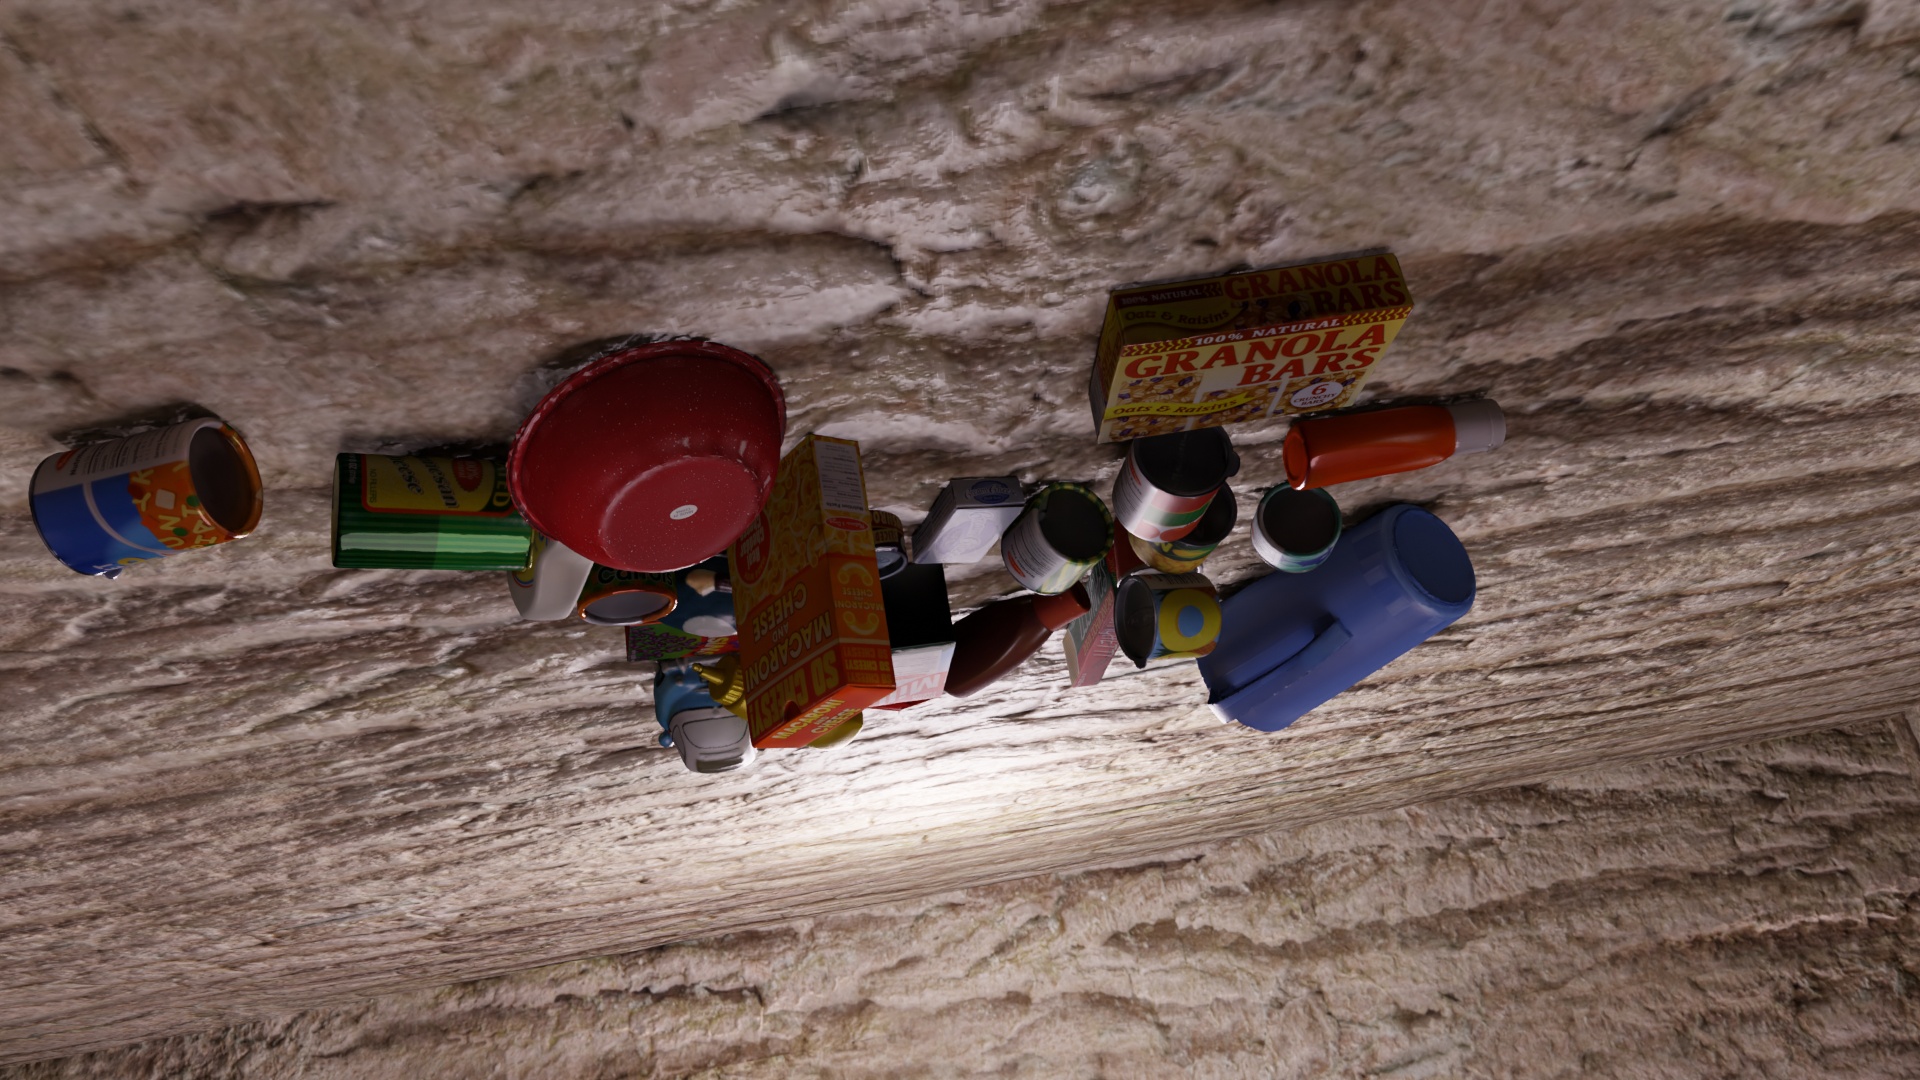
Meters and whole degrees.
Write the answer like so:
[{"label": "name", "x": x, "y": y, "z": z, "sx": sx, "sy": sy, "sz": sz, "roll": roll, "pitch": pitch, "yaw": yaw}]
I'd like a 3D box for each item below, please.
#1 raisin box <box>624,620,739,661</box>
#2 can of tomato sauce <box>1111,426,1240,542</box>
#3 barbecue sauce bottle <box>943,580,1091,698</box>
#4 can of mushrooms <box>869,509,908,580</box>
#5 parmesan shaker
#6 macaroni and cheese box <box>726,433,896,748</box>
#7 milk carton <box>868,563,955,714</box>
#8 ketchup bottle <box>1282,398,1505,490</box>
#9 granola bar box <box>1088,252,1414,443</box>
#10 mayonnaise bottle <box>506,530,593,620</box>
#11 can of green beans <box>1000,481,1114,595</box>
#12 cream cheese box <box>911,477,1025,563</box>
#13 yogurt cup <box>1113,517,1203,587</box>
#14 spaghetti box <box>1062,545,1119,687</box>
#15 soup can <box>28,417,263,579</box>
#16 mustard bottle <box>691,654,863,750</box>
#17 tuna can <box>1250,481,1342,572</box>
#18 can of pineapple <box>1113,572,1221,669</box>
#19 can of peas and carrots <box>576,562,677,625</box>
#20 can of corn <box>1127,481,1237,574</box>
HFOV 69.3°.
[{"label": "raisin box", "x": -0.194, "y": 0.057, "z": 1.066, "sx": 0.123, "sy": 0.040, "sz": 0.085, "roll": -5, "pitch": 157, "yaw": -17}, {"label": "can of tomato sauce", "x": 0.144, "y": -0.043, "z": 0.942, "sx": 0.071, "sy": 0.071, "sz": 0.082, "roll": -8, "pitch": 159, "yaw": -8}, {"label": "barbecue sauce bottle", "x": 0.044, "y": 0.079, "z": 1.210, "sx": 0.148, "sy": 0.065, "sz": 0.043, "roll": -32, "pitch": 146, "yaw": 24}, {"label": "can of mushrooms", "x": -0.071, "y": 0.005, "z": 1.002, "sx": 0.071, "sy": 0.033, "sz": 0.070, "roll": -9, "pitch": 158, "yaw": -4}, {"label": "parmesan shaker", "x": -0.301, "y": -0.014, "z": 0.793, "sx": 0.103, "sy": 0.071, "sz": 0.071, "roll": 2, "pitch": 155, "yaw": -28}, {"label": "macaroni and cheese box", "x": -0.100, "y": 0.035, "z": 0.881, "sx": 0.040, "sy": 0.167, "sz": 0.123, "roll": 7, "pitch": 152, "yaw": -35}, {"label": "milk carton", "x": -0.052, "y": 0.088, "z": 1.165, "sx": 0.073, "sy": 0.072, "sz": 0.189, "roll": -7, "pitch": 157, "yaw": -9}, {"label": "ketchup bottle", "x": 0.308, "y": -0.070, "z": 0.984, "sx": 0.149, "sy": 0.043, "sz": 0.064, "roll": -10, "pitch": 159, "yaw": -4}, {"label": "granola bar box", "x": 0.164, "y": -0.112, "z": 0.819, "sx": 0.166, "sy": 0.039, "sz": 0.123, "roll": -9, "pitch": 159, "yaw": -5}, {"label": "mayonnaise bottle", "x": -0.238, "y": -0.013, "z": 0.841, "sx": 0.041, "sy": 0.065, "sz": 0.147, "roll": 0, "pitch": 145, "yaw": -33}, {"label": "can of green beans", "x": 0.071, "y": -0.002, "z": 1.010, "sx": 0.071, "sy": 0.071, "sz": 0.057, "roll": -1, "pitch": 155, "yaw": -24}, {"label": "cream cheese box", "x": 0.004, "y": -0.013, "z": 1.007, "sx": 0.053, "sy": 0.024, "sz": 0.103, "roll": -3, "pitch": 157, "yaw": -21}, {"label": "yogurt cup", "x": 0.151, "y": 0.006, "z": 1.085, "sx": 0.072, "sy": 0.054, "sz": 0.072, "roll": -9, "pitch": 158, "yaw": -4}, {"label": "spaghetti box", "x": 0.125, "y": 0.071, "z": 1.240, "sx": 0.029, "sy": 0.050, "sz": 0.249, "roll": -9, "pitch": 158, "yaw": -8}, {"label": "soup can", "x": -0.419, "y": -0.021, "z": 0.722, "sx": 0.084, "sy": 0.071, "sz": 0.071, "roll": -13, "pitch": 158, "yaw": 5}, {"label": "mustard bottle", "x": -0.153, "y": 0.124, "z": 1.129, "sx": 0.160, "sy": 0.065, "sz": 0.048, "roll": 25, "pitch": 118, "yaw": -36}, {"label": "tuna can", "x": 0.263, "y": -0.012, "z": 1.078, "sx": 0.071, "sy": 0.071, "sz": 0.032, "roll": -10, "pitch": 157, "yaw": -2}, {"label": "can of pineapple", "x": 0.155, "y": 0.059, "z": 1.047, "sx": 0.058, "sy": 0.071, "sz": 0.070, "roll": -2, "pitch": 157, "yaw": -21}, {"label": "can of peas and carrots", "x": -0.224, "y": 0.018, "z": 0.928, "sx": 0.071, "sy": 0.059, "sz": 0.070, "roll": -10, "pitch": 159, "yaw": -4}, {"label": "can of corn", "x": 0.159, "y": -0.015, "z": 1.020, "sx": 0.071, "sy": 0.071, "sz": 0.058, "roll": -5, "pitch": 158, "yaw": -14}]
